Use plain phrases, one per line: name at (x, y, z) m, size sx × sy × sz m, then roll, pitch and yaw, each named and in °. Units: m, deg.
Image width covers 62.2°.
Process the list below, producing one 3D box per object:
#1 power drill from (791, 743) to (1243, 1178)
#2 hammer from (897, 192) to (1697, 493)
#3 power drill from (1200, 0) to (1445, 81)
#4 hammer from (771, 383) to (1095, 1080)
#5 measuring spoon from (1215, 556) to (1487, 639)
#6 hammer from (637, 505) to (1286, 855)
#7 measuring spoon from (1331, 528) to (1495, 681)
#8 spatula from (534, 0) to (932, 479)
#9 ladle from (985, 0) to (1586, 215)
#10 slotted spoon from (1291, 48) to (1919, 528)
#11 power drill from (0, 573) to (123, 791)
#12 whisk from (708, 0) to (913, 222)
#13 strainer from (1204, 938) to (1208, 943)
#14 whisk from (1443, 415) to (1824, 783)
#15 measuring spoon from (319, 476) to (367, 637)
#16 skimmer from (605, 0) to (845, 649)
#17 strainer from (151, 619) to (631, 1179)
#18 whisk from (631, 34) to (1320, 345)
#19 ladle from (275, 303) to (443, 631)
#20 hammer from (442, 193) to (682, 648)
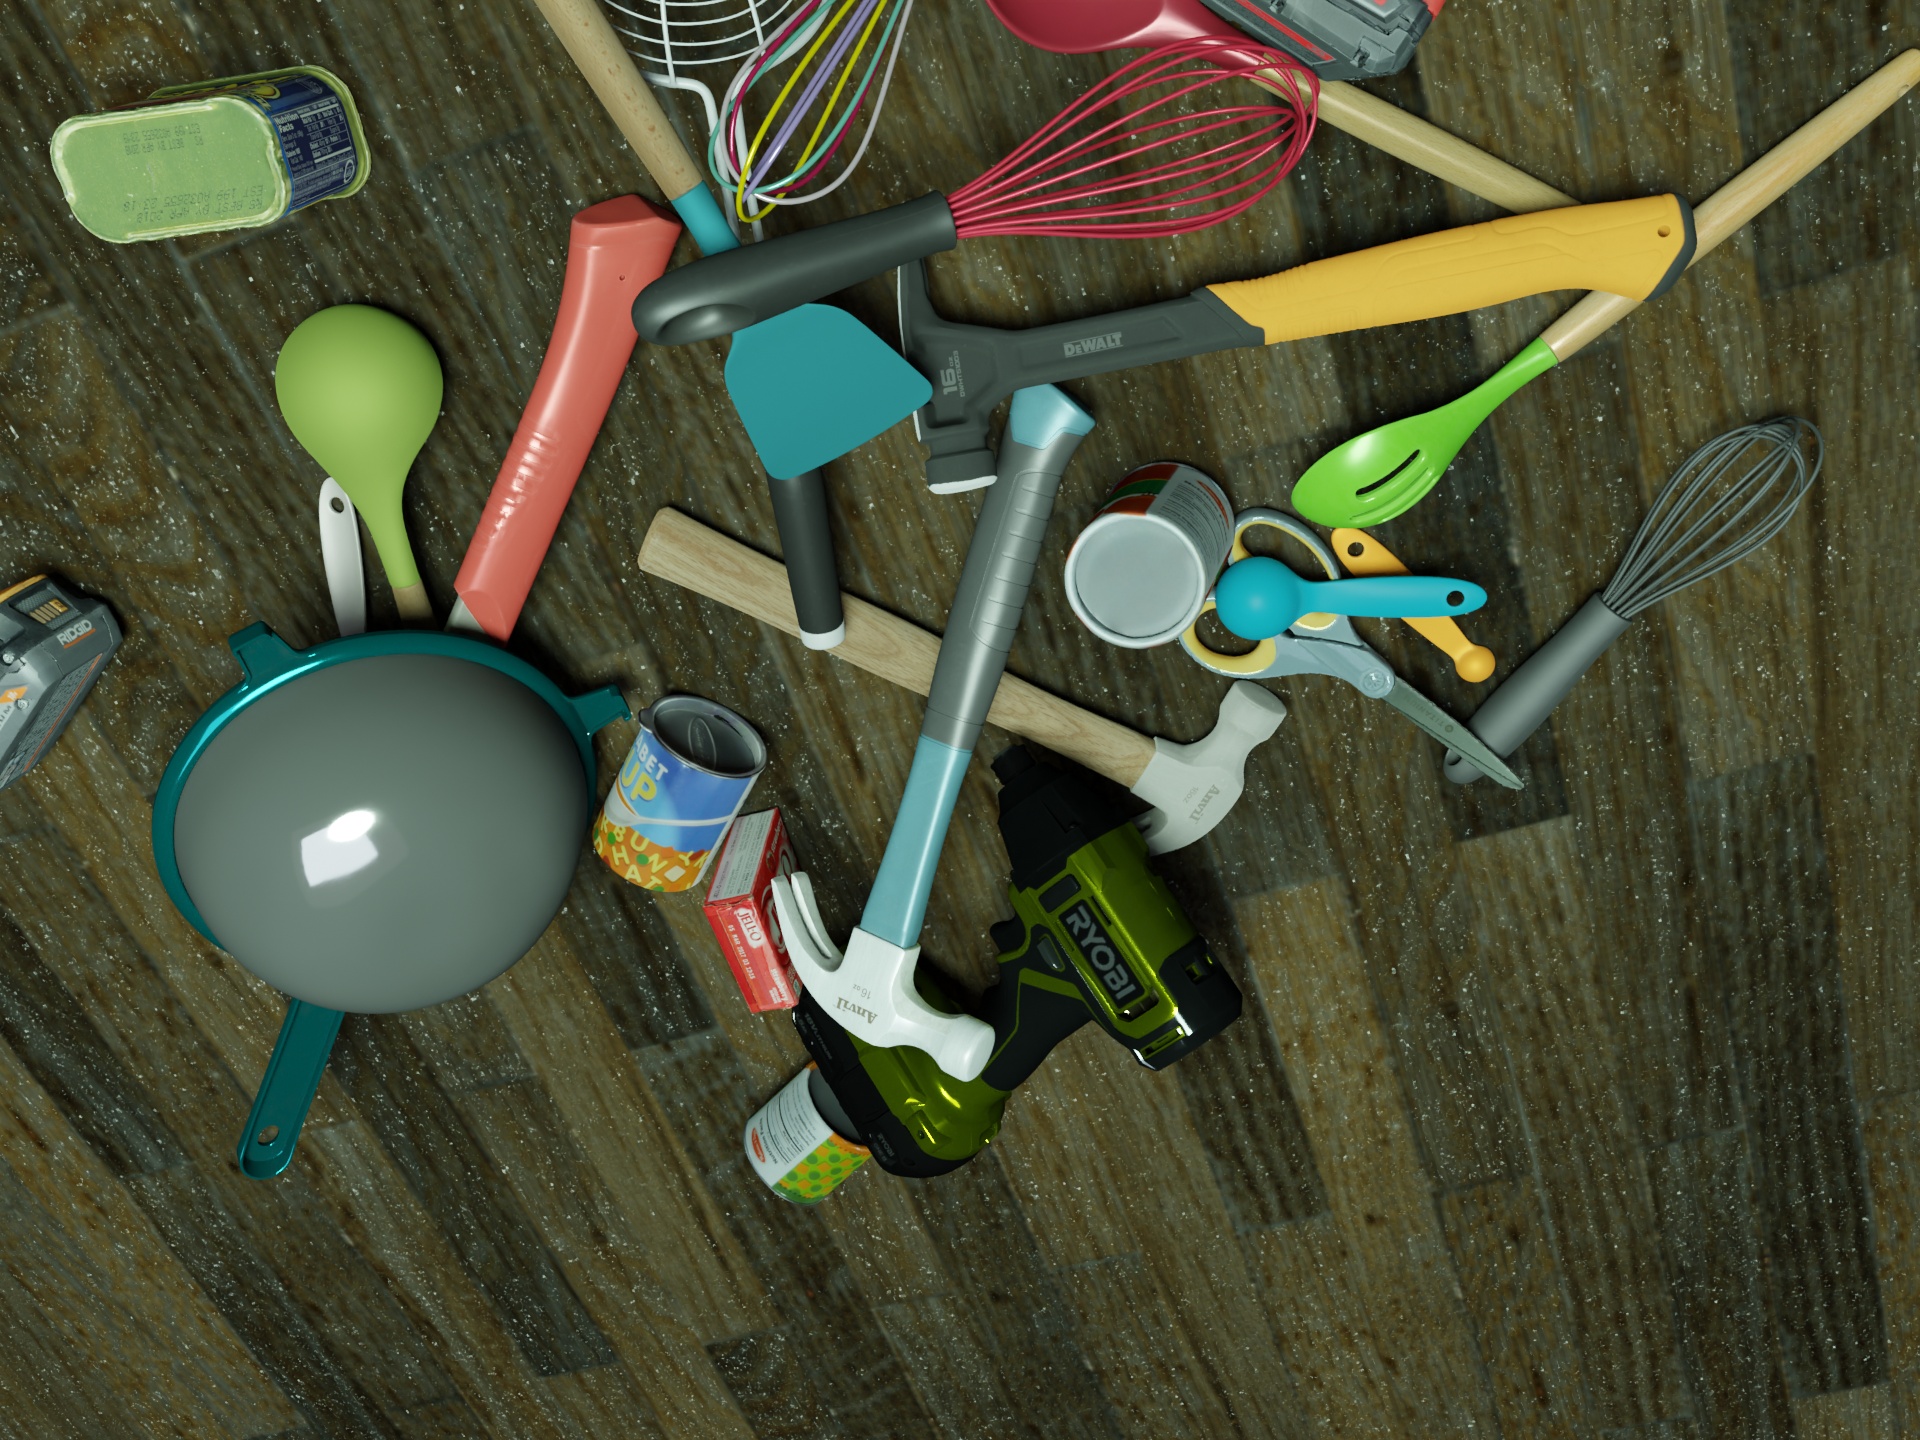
power drill at (0.018, 0.130, 0.829) m, size 0.223 × 0.080 × 0.171 m, roll -41°, pitch 77°, yaw 35°
hammer at (0.140, -0.188, 0.690) m, size 0.337 × 0.034 × 0.127 m, roll -8°, pitch 95°, yaw 8°
power drill at (0.150, -0.376, 0.581) m, size 0.187 × 0.080 × 0.226 m, roll 28°, pitch 106°, yaw -12°
hammer at (-0.001, -0.002, 0.764) m, size 0.128 × 0.033 × 0.331 m, roll 20°, pitch 99°, yaw 22°
measuring spoon at (0.187, -0.057, 0.764) m, size 0.128 × 0.021 × 0.042 m, roll 0°, pitch 112°, yaw 10°
hammer at (-0.008, -0.022, 0.818) m, size 0.331 × 0.031 × 0.130 m, roll 24°, pitch 117°, yaw -9°
measuring spoon at (0.227, -0.057, 0.795) m, size 0.116 × 0.011 × 0.021 m, roll 40°, pitch 114°, yaw -17°
spatula at (-0.121, -0.230, 0.618) m, size 0.082 × 0.044 × 0.317 m, roll -27°, pitch 117°, yaw 13°
ladle at (0.150, -0.270, 0.677) m, size 0.315 × 0.031 × 0.069 m, roll 22°, pitch 113°, yaw -10°
slotted spoon at (0.284, -0.183, 0.710) m, size 0.313 × 0.031 × 0.070 m, roll -38°, pitch 147°, yaw 17°
power drill at (-0.543, -0.084, 0.792) m, size 0.226 × 0.084 × 0.185 m, roll 39°, pitch 112°, yaw -12°
whisk at (-0.023, -0.295, 0.610) m, size 0.245 × 0.051 × 0.047 m, roll -59°, pitch 146°, yaw -6°
strainer at (0.037, 0.177, 0.918) m, size 0.258 × 0.050 × 0.086 m, roll -43°, pitch 152°, yaw 28°
whisk at (0.319, -0.052, 0.774) m, size 0.055 × 0.055 × 0.239 m, roll 29°, pitch 121°, yaw -12°
measuring spoon at (-0.313, -0.067, 0.825) m, size 0.034 × 0.018 × 0.124 m, roll 4°, pitch 112°, yaw 10°
skimmer at (-0.095, -0.205, 0.705) m, size 0.127 × 0.090 × 0.363 m, roll -15°, pitch 124°, yaw -10°
strainer at (-0.295, 0.122, 0.785) m, size 0.210 × 0.095 × 0.340 m, roll 11°, pitch 115°, yaw -38°
whisk at (0.011, -0.204, 0.626) m, size 0.296 × 0.073 × 0.073 m, roll -22°, pitch 117°, yaw -11°
ladle at (-0.274, -0.055, 0.817) m, size 0.078 × 0.062 × 0.319 m, roll -2°, pitch 125°, yaw 5°
hammer at (-0.213, -0.080, 0.776) m, size 0.149 × 0.037 × 0.359 m, roll 13°, pitch 115°, yaw -38°
